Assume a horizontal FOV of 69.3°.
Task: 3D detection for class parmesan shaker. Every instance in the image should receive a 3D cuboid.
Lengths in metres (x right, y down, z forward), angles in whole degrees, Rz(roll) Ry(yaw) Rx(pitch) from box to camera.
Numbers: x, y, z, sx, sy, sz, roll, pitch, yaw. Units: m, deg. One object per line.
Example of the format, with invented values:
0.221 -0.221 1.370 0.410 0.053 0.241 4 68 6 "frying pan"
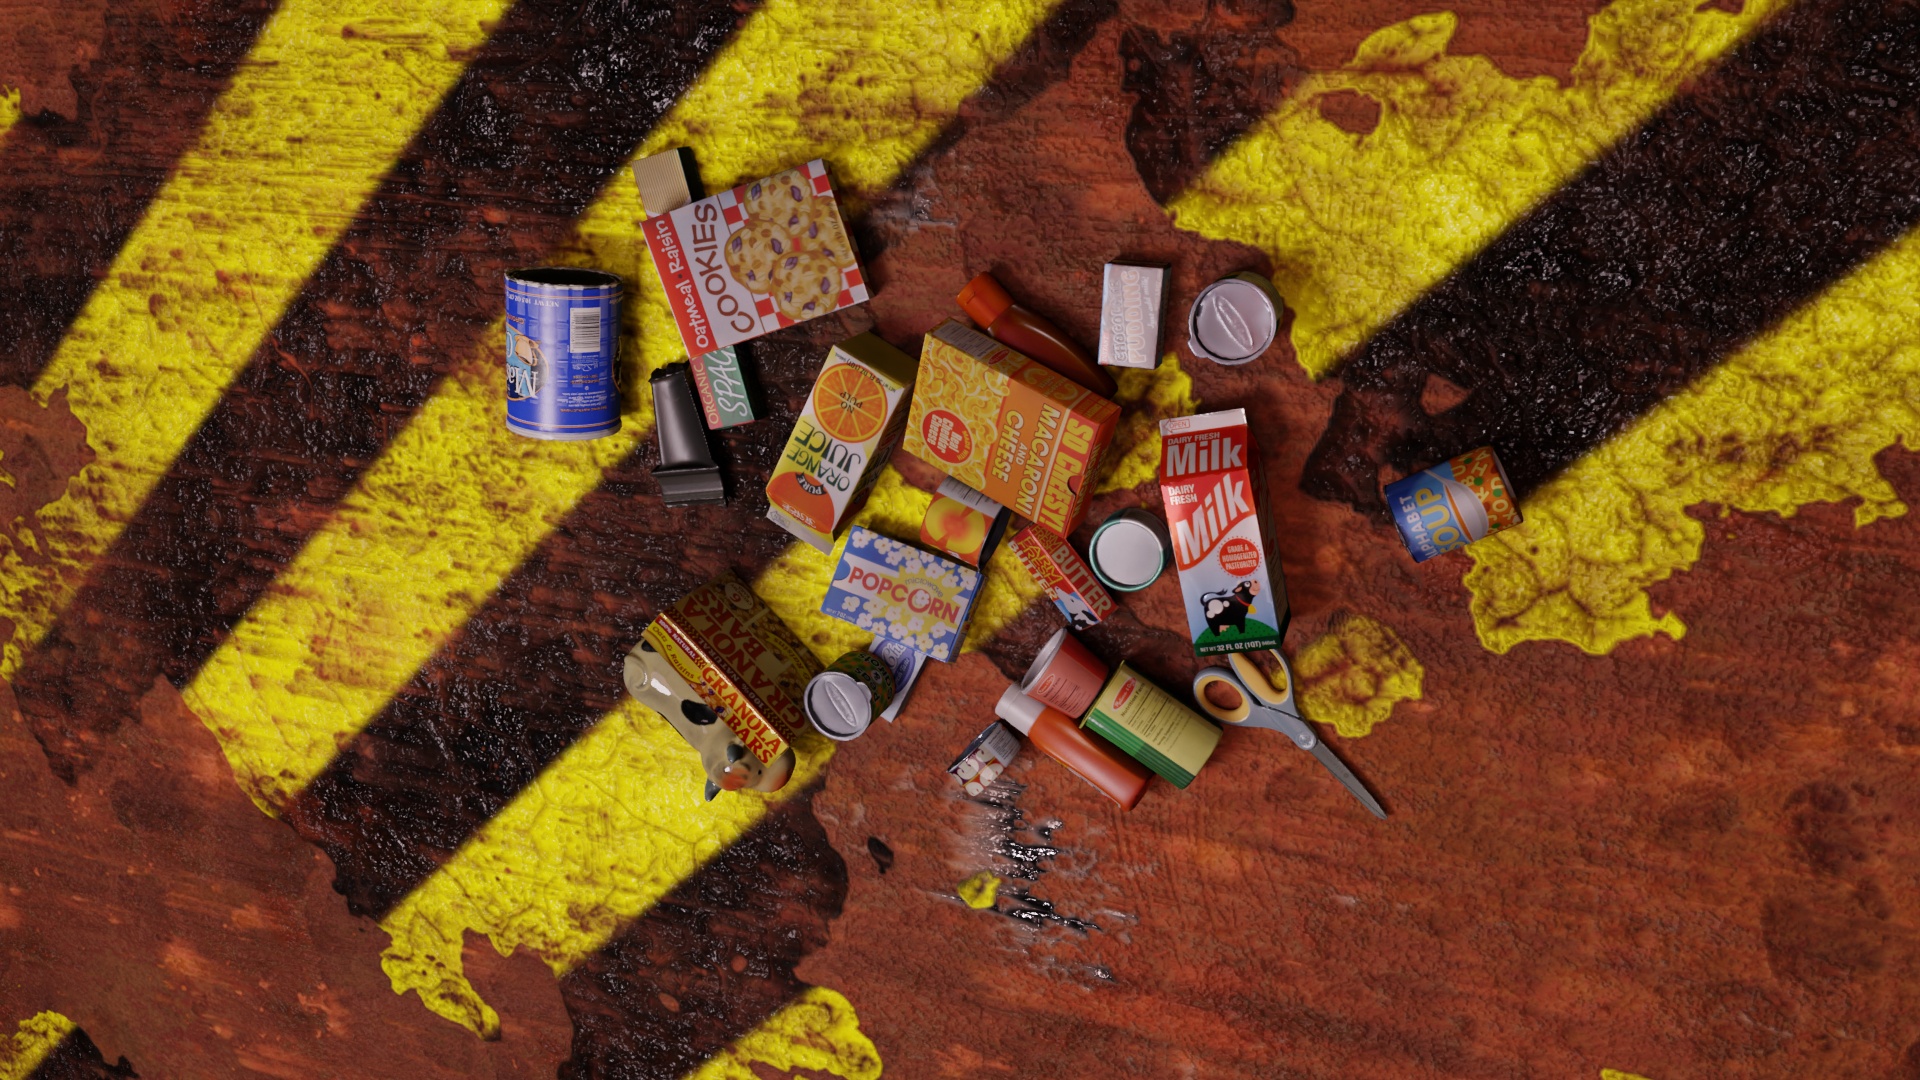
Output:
0.163 0.161 1.192 0.103 0.071 0.071 34 115 6 "parmesan shaker"

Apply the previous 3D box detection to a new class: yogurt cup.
0.092 0.118 1.208 0.054 0.073 0.072 34 115 -2 "yogurt cup"

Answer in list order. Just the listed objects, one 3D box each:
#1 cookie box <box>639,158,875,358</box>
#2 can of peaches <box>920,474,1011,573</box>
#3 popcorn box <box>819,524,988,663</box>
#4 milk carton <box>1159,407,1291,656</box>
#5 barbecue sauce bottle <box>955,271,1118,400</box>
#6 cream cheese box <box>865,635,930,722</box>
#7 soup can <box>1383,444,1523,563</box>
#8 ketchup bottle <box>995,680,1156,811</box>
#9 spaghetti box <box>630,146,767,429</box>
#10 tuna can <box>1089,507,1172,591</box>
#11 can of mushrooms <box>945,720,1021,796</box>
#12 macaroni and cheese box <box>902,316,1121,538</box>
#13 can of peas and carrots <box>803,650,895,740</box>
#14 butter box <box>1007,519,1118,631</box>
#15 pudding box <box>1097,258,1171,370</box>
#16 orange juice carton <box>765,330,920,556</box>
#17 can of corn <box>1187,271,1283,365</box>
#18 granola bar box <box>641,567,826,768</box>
-0.173 -0.240 1.187 0.167 0.040 0.122 -17 101 9 "cookie box"
0.004 -0.015 1.196 0.058 0.071 0.071 25 113 11 "can of peaches"
-0.049 0.048 1.234 0.127 0.038 0.085 21 88 13 "popcorn box"
0.212 -0.010 1.120 0.072 0.074 0.190 -8 103 22 "milk carton"
0.059 -0.157 1.146 0.148 0.044 0.064 47 120 2 "barbecue sauce bottle"
-0.061 0.112 1.282 0.053 0.024 0.103 31 114 10 "cream cheese box"
0.375 -0.027 1.058 0.083 0.071 0.071 -24 97 24 "soup can"
0.100 0.179 1.227 0.149 0.065 0.043 34 94 16 "ketchup bottle"
-0.231 -0.221 1.238 0.050 0.029 0.249 -10 102 21 "spaghetti box"
0.142 0.010 1.173 0.071 0.033 0.071 6 107 18 "tuna can"
0.021 0.198 1.256 0.033 0.071 0.070 45 115 1 "can of mushrooms"
0.038 -0.092 1.143 0.167 0.040 0.123 30 134 18 "macaroni and cheese box"
-0.098 0.138 1.256 0.071 0.059 0.070 6 107 19 "can of peas and carrots"
0.087 0.029 1.189 0.103 0.024 0.053 52 157 -1 "butter box"
0.139 -0.182 1.117 0.050 0.030 0.083 9 109 18 "pudding box"
-0.105 -0.079 1.212 0.072 0.073 0.191 32 115 7 "orange juice carton"
0.213 -0.172 1.078 0.071 0.058 0.071 6 108 18 "can of corn"
-0.195 0.113 1.275 0.165 0.125 0.039 46 117 1 "granola bar box"
